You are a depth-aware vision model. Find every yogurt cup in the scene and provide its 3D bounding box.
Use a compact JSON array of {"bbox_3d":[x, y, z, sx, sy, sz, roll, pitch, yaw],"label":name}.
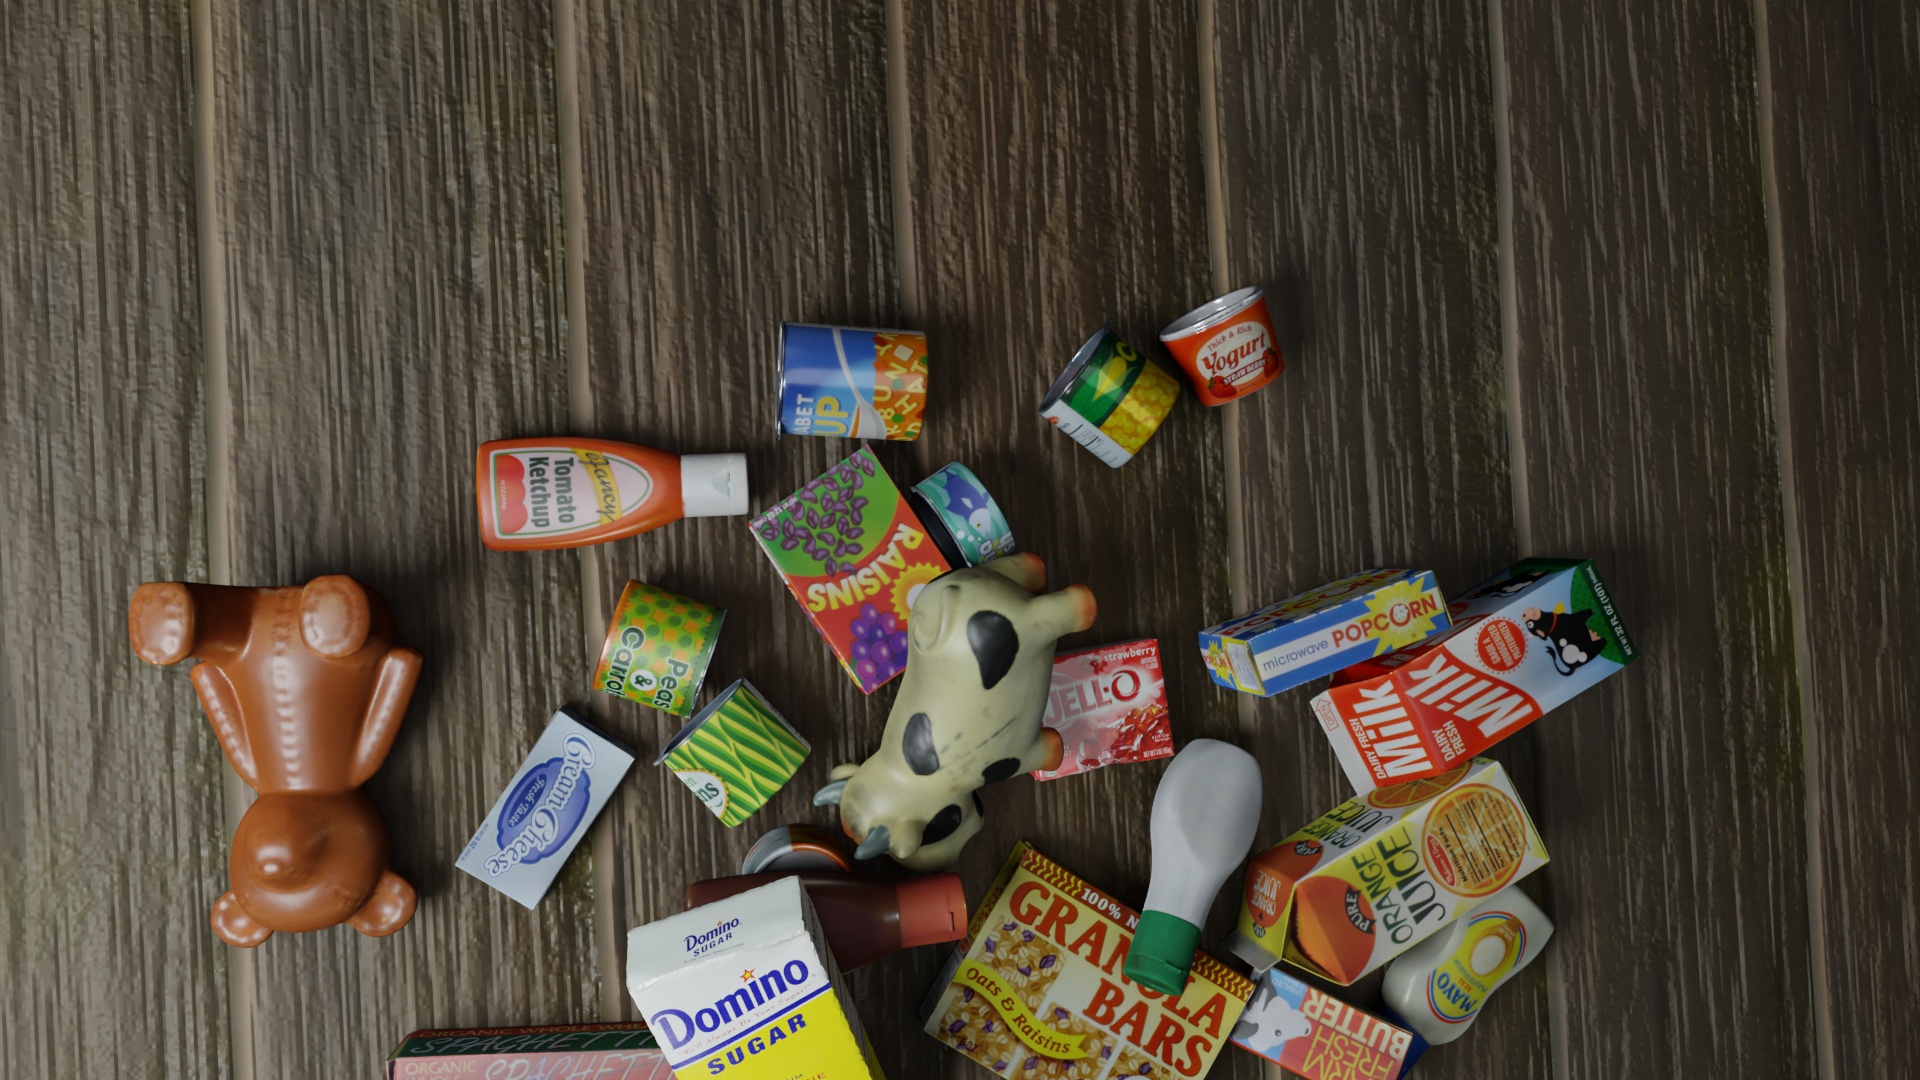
[{"bbox_3d":[0.163,-0.118,0.852,0.072,0.072,0.054,-29,102,-9],"label":"yogurt cup"}]

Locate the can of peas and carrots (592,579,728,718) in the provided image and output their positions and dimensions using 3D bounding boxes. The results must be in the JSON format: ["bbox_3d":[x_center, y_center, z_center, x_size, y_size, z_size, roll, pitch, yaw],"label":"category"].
[{"bbox_3d":[-0.170,0.063,0.786,0.059,0.071,0.071,19,86,-8],"label":"can of peas and carrots"}]

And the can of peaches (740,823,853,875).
[{"bbox_3d":[-0.091,0.203,0.802,0.071,0.058,0.071,0,88,-9],"label":"can of peaches"}]

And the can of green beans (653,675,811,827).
[{"bbox_3d":[-0.128,0.121,0.794,0.071,0.071,0.058,-43,96,-8],"label":"can of green beans"}]

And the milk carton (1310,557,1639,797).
[{"bbox_3d":[0.312,0.084,0.867,0.191,0.073,0.072,-28,94,-9],"label":"milk carton"}]

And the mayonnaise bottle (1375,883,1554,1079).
[{"bbox_3d":[0.305,0.278,0.877,0.064,0.041,0.148,44,83,-8],"label":"mayonnaise bottle"}]

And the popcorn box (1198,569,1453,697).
[{"bbox_3d":[0.219,0.055,0.846,0.127,0.085,0.038,-19,92,-9],"label":"popcorn box"}]

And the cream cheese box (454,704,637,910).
[{"bbox_3d":[-0.236,0.152,0.796,0.053,0.024,0.104,34,84,-9],"label":"cream cheese box"}]

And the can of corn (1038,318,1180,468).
[{"bbox_3d":[0.091,-0.088,0.836,0.058,0.071,0.071,37,83,-8],"label":"can of corn"}]

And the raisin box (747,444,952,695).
[{"bbox_3d":[-0.057,0.018,0.822,0.086,0.040,0.123,-35,93,-9],"label":"raisin box"}]

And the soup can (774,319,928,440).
[{"bbox_3d":[-0.065,-0.090,0.809,0.084,0.071,0.071,3,88,-10],"label":"soup can"}]

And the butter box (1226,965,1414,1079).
[{"bbox_3d":[0.219,0.302,0.850,0.103,0.024,0.053,22,85,17],"label":"butter box"}]

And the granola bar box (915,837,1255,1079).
[{"bbox_3d":[0.075,0.276,0.839,0.165,0.039,0.124,33,83,-7],"label":"granola bar box"}]

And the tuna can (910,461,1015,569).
[{"bbox_3d":[0.003,-0.010,0.818,0.033,0.071,0.071,-33,94,-9],"label":"tuna can"}]

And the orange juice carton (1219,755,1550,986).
[{"bbox_3d":[0.252,0.207,0.855,0.193,0.072,0.073,-28,93,-9],"label":"orange juice carton"}]

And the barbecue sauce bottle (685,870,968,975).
[{"bbox_3d":[-0.071,0.208,0.753,0.149,0.044,0.064,-6,102,-10],"label":"barbecue sauce bottle"}]

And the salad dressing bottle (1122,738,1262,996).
[{"bbox_3d":[0.136,0.193,0.826,0.064,0.044,0.148,30,64,-12],"label":"salad dressing bottle"}]

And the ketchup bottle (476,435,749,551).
[{"bbox_3d":[-0.197,-0.029,0.797,0.149,0.043,0.064,-3,89,-10],"label":"ketchup bottle"}]

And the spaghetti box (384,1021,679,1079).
[{"bbox_3d":[-0.189,0.294,0.787,0.250,0.050,0.028,1,88,-10],"label":"spaghetti box"}]
